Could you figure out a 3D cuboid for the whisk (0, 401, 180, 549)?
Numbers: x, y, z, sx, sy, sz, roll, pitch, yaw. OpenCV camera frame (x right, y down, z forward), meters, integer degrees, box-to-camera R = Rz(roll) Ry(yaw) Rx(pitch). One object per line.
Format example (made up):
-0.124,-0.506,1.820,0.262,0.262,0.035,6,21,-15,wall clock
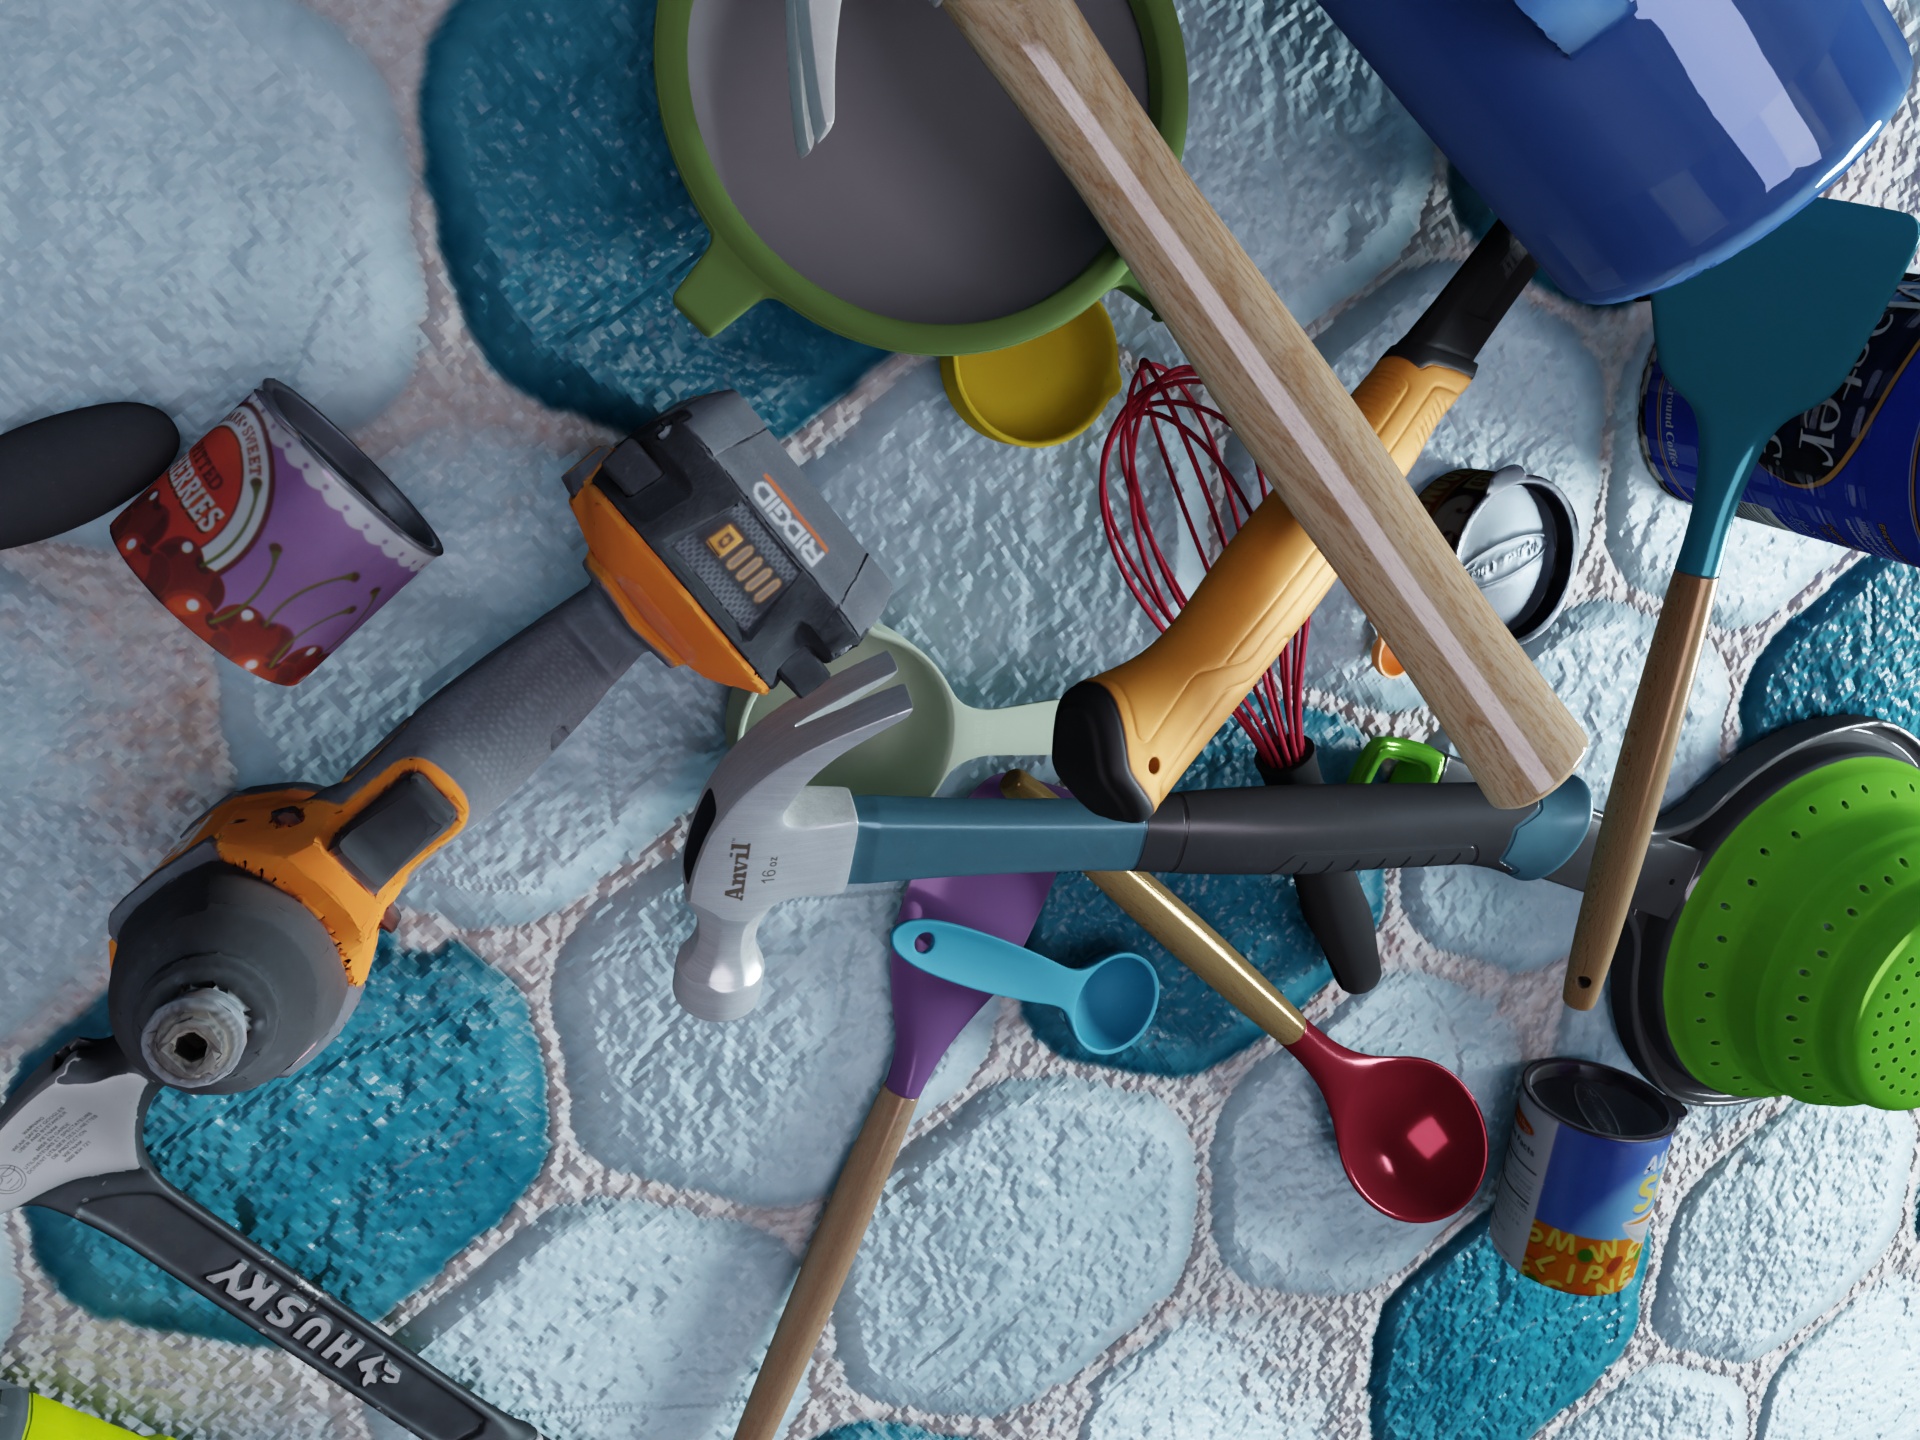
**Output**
-0.341,-0.017,0.409,0.284,0.070,0.070,-28,117,-15,whisk

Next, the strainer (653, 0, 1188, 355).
-0.020,-0.230,0.459,0.151,0.069,0.256,-6,94,-15,strainer

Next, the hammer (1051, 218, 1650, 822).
0.143,-0.094,0.520,0.337,0.034,0.127,-50,121,-20,hammer

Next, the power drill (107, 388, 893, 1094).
-0.131,0.008,0.438,0.226,0.164,0.084,-41,107,-5,power drill

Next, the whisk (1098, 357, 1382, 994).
0.115,-0.003,0.589,0.073,0.073,0.295,-30,122,-8,whisk

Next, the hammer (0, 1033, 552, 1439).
-0.185,0.261,0.578,0.149,0.036,0.408,-42,120,-9,hammer

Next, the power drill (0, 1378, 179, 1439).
-0.342,0.334,0.528,0.171,0.080,0.223,41,88,-28,power drill

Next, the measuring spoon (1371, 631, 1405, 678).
0.153,-0.069,0.607,0.021,0.011,0.116,-29,114,-21,measuring spoon

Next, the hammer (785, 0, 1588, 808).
0.073,-0.107,0.440,0.130,0.031,0.331,-40,103,-10,hammer

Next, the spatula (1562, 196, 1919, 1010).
0.260,-0.028,0.584,0.044,0.082,0.317,-30,131,-56,spatula

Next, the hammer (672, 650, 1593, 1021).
0.072,0.040,0.549,0.331,0.033,0.128,0,124,-19,hammer

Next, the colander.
0.338,0.085,0.685,0.396,0.095,0.204,18,102,-26,colander

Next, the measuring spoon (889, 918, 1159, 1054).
0.022,0.094,0.603,0.128,0.021,0.042,23,91,-32,measuring spoon

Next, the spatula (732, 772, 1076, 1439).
-0.034,0.165,0.615,0.059,0.018,0.316,16,102,-30,spatula

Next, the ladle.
0.120,0.114,0.646,0.315,0.031,0.069,42,77,-28,ladle

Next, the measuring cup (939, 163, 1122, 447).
0.033,-0.166,0.520,0.062,0.029,0.156,14,92,-20,measuring cup

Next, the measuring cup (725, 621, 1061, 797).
-0.001,-0.002,0.556,0.167,0.038,0.083,-4,110,-22,measuring cup
